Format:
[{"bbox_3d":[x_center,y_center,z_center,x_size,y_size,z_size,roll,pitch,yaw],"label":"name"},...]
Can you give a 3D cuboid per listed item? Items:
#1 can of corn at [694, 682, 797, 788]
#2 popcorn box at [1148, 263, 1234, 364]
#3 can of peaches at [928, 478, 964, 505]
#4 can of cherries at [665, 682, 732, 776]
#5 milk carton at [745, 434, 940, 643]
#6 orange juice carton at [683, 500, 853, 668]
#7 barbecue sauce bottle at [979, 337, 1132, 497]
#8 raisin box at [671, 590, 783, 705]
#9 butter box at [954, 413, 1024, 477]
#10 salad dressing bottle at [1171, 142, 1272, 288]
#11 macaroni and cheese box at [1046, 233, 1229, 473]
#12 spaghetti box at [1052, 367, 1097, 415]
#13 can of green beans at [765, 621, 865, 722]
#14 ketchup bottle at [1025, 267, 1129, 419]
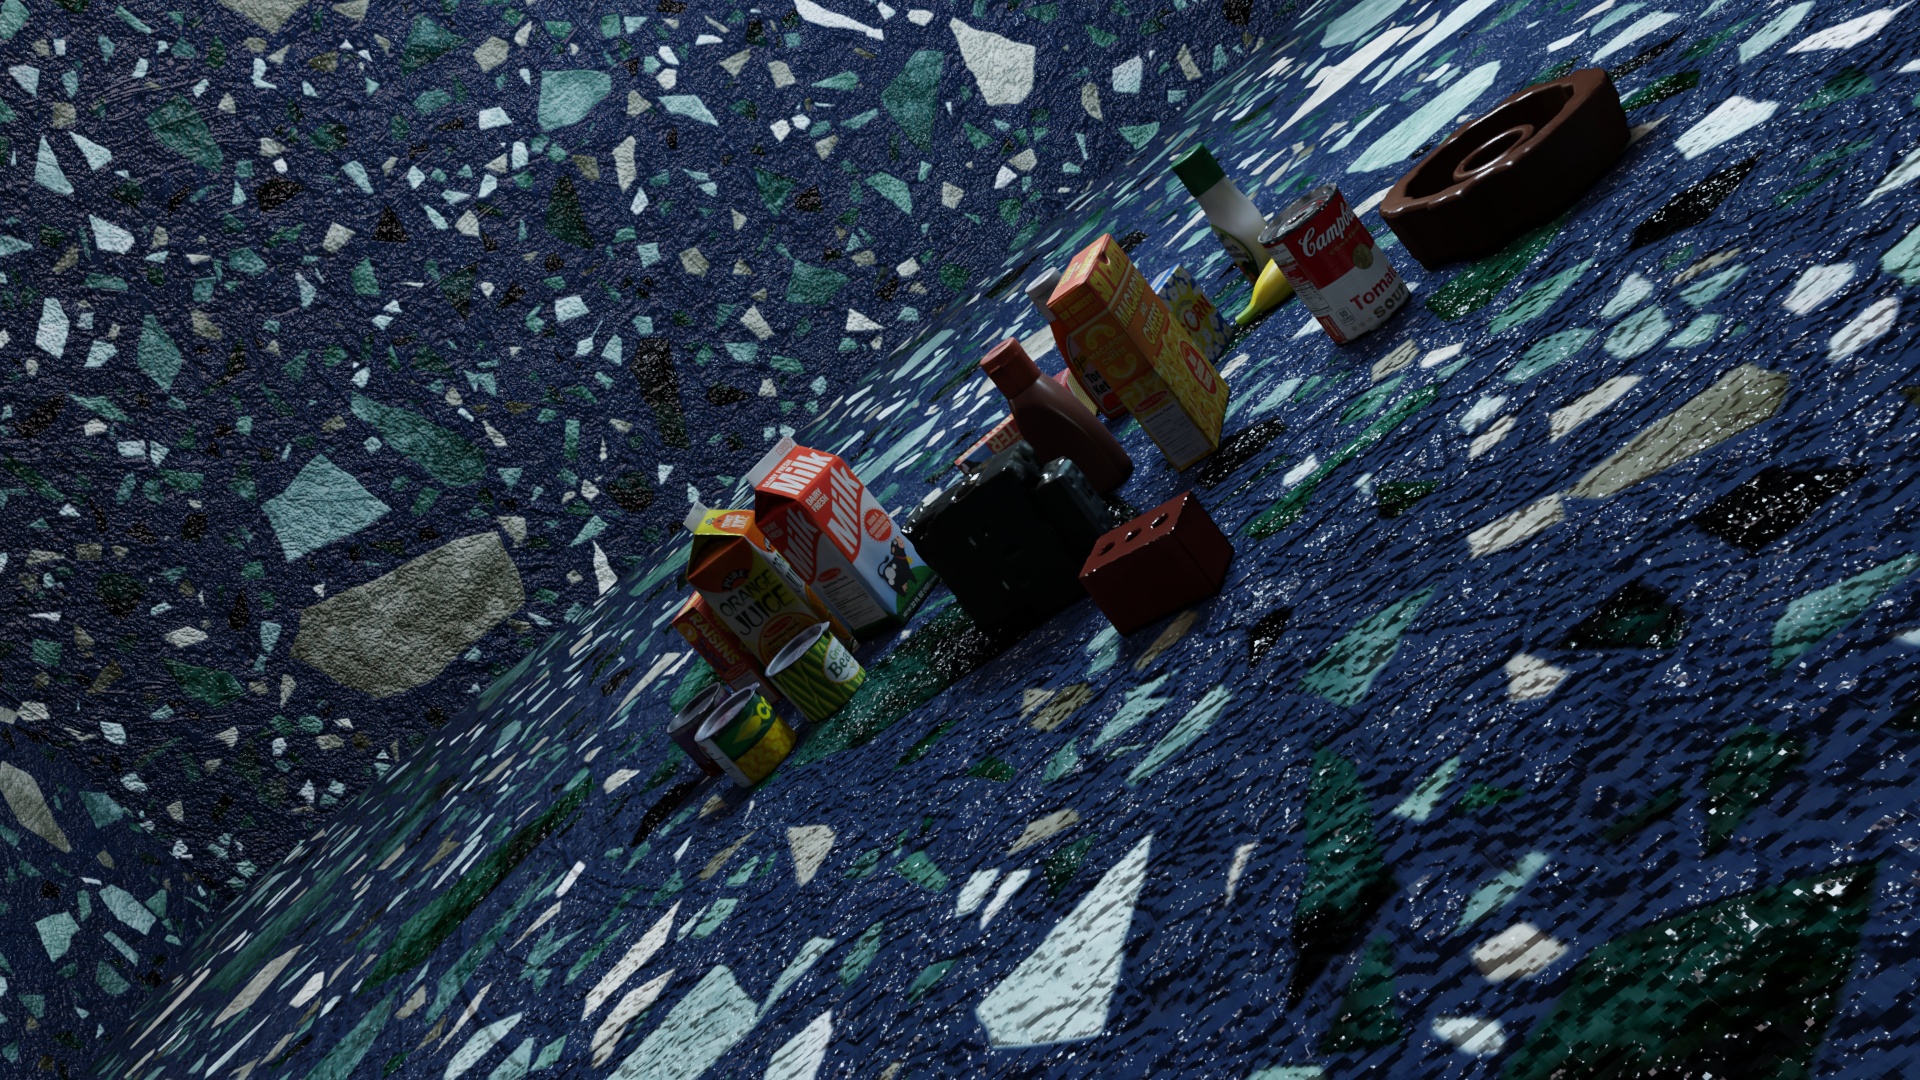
[{"bbox_3d":[-0.179,0.165,1.178,0.071,0.058,0.071,-37,14,11],"label":"can of corn"},{"bbox_3d":[0.186,-0.179,1.237,0.038,0.085,0.127,-26,20,46],"label":"popcorn box"},{"bbox_3d":[0.004,-0.016,1.260,0.071,0.058,0.071,-37,14,11],"label":"can of peaches"},{"bbox_3d":[-0.225,0.173,1.272,0.071,0.058,0.072,-37,14,11],"label":"can of cherries"},{"bbox_3d":[-0.114,-0.005,1.261,0.073,0.190,0.073,-26,20,45],"label":"milk carton"},{"bbox_3d":[-0.187,0.044,1.294,0.073,0.192,0.072,-37,14,13],"label":"orange juice carton"},{"bbox_3d":[0.075,-0.100,1.148,0.064,0.148,0.044,-28,18,41],"label":"barbecue sauce bottle"},{"bbox_3d":[-0.211,0.095,1.345,0.040,0.123,0.086,-33,16,29],"label":"raisin box"},{"bbox_3d":[0.050,-0.090,1.381,0.103,0.053,0.024,-41,14,-4],"label":"butter box"},{"bbox_3d":[0.257,-0.308,1.320,0.044,0.147,0.064,-40,14,1],"label":"salad dressing bottle"},{"bbox_3d":[0.144,-0.150,1.088,0.040,0.166,0.124,-33,16,28],"label":"macaroni and cheese box"},{"bbox_3d":[0.093,-0.097,1.297,0.028,0.050,0.251,-34,15,25],"label":"spaghetti box"},{"bbox_3d":[-0.124,0.114,1.193,0.071,0.057,0.071,-37,14,11],"label":"can of green beans"},{"bbox_3d":[0.120,-0.187,1.301,0.064,0.148,0.044,-33,15,26],"label":"ketchup bottle"}]
